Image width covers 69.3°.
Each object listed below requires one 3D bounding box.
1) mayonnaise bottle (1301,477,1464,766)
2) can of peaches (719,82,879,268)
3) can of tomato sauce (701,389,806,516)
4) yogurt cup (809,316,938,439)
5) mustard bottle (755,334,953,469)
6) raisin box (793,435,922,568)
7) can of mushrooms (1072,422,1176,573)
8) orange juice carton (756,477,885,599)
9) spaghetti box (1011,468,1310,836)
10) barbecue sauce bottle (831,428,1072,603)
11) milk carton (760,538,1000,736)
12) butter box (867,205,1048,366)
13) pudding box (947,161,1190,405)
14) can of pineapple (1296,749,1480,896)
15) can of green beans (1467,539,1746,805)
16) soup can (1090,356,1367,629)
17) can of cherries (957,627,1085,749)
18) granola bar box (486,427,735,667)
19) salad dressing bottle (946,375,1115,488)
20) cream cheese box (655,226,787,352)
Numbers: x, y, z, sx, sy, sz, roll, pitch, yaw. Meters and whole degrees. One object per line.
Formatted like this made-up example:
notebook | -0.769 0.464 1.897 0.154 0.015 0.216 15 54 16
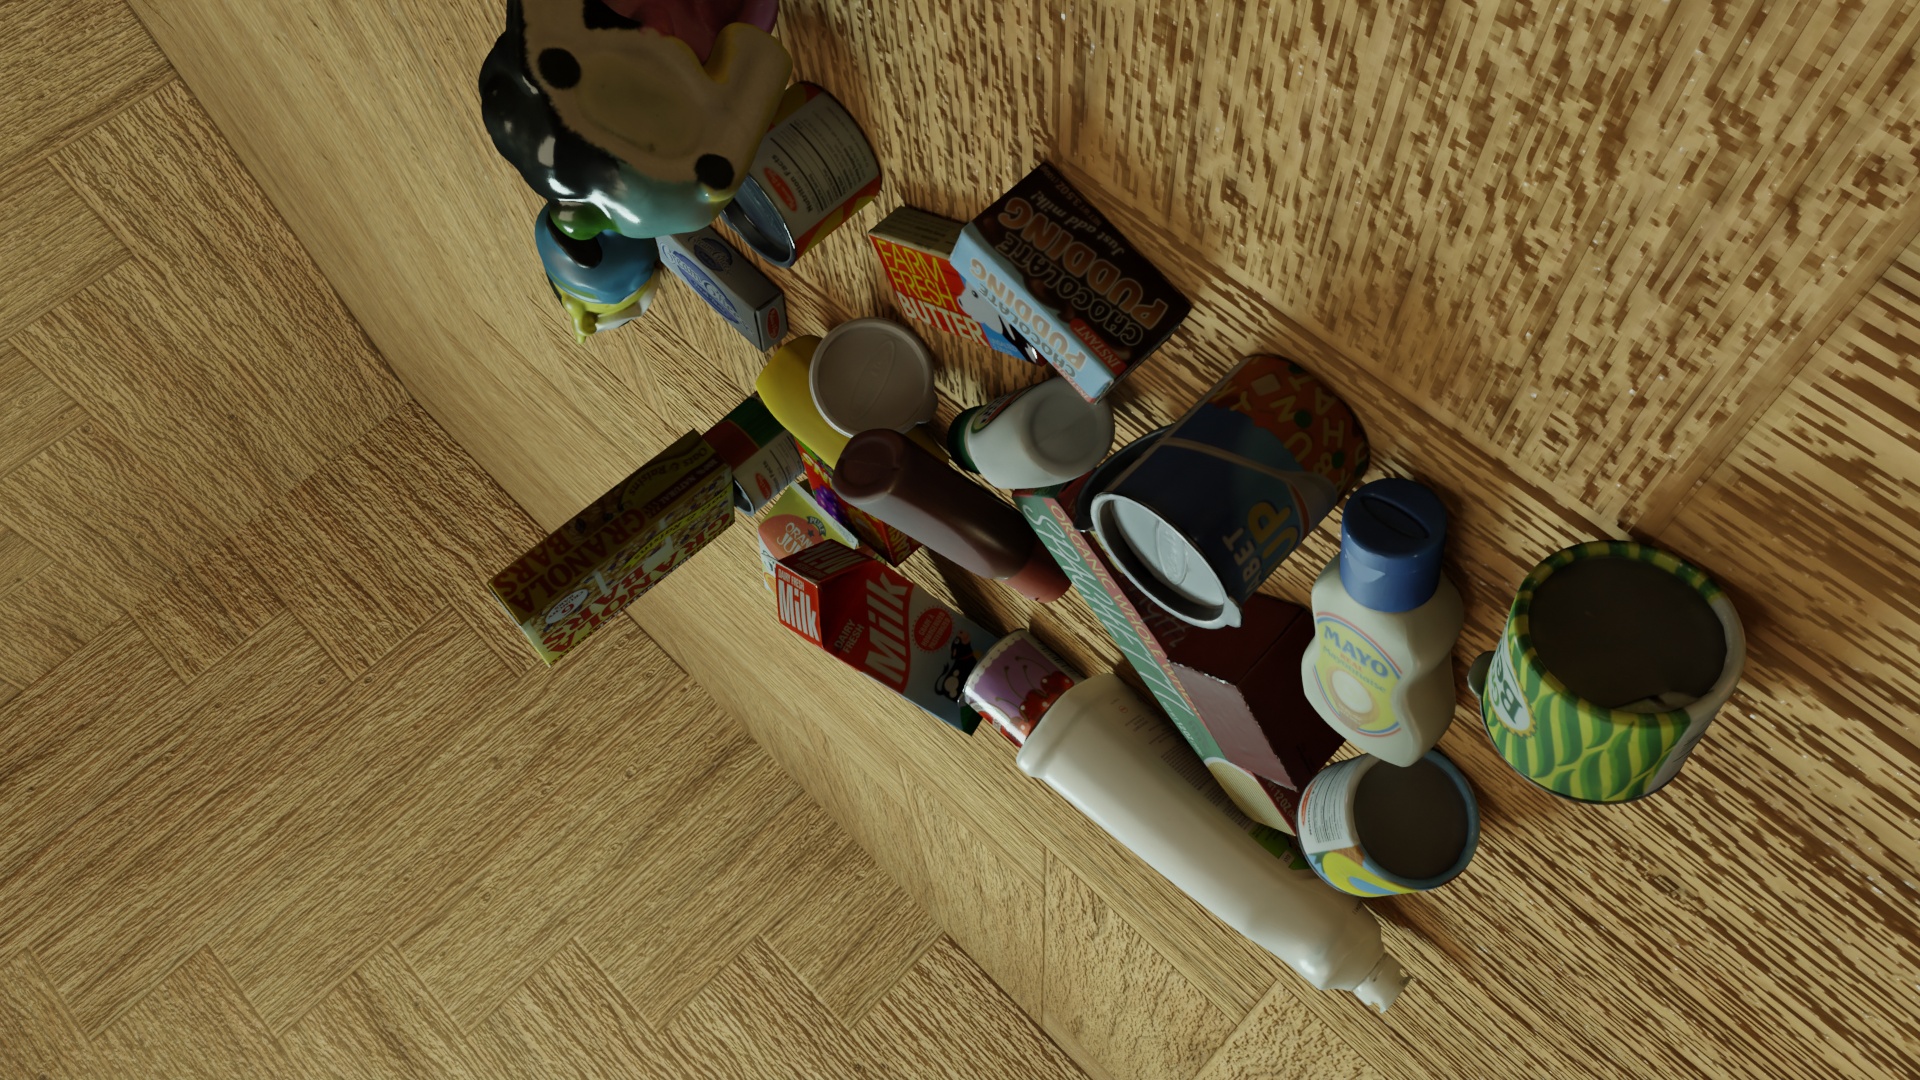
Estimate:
mayonnaise bottle | 0.167 0.033 0.548 0.065 0.041 0.147 38 161 32
can of peaches | -0.081 -0.173 0.659 0.071 0.058 0.071 42 162 17
can of tomato sauce | -0.138 -0.070 0.975 0.071 0.083 0.071 42 161 18
yogurt cup | -0.052 -0.086 0.772 0.072 0.072 0.054 49 170 -6
mustard bottle | -0.048 -0.057 0.831 0.160 0.048 0.065 42 -155 5
raisin box | -0.068 -0.046 0.935 0.086 0.040 0.122 38 159 26
can of mushrooms | 0.083 -0.016 0.590 0.033 0.071 0.071 53 162 -22
orange juice carton | -0.108 0.009 1.093 0.072 0.073 0.192 44 162 10
spaghetti box | 0.115 0.061 0.753 0.249 0.029 0.050 53 161 -18
barbecue sauce bottle | 0.003 -0.010 0.758 0.148 0.044 0.065 31 169 -36
milk carton | -0.056 0.061 0.985 0.190 0.073 0.072 35 172 -33
butter box | 0.003 -0.118 0.636 0.103 0.024 0.053 29 154 45
pudding box | 0.042 -0.100 0.542 0.084 0.050 0.030 46 161 5
can of pineapple | 0.200 0.131 0.646 0.071 0.071 0.057 45 162 7
can of green beans | 0.203 0.042 0.438 0.071 0.071 0.057 37 159 29
soup can | 0.103 -0.017 0.519 0.071 0.084 0.071 42 162 17
can of cherries | 0.043 0.105 0.948 0.058 0.072 0.071 39 161 22
granola bar box | -0.228 0.006 0.931 0.039 0.166 0.123 48 163 8
salad dressing bottle | 0.028 -0.051 0.670 0.044 0.064 0.147 60 168 -9
cream cheese box | -0.156 -0.171 0.897 0.104 0.024 0.053 43 162 14
